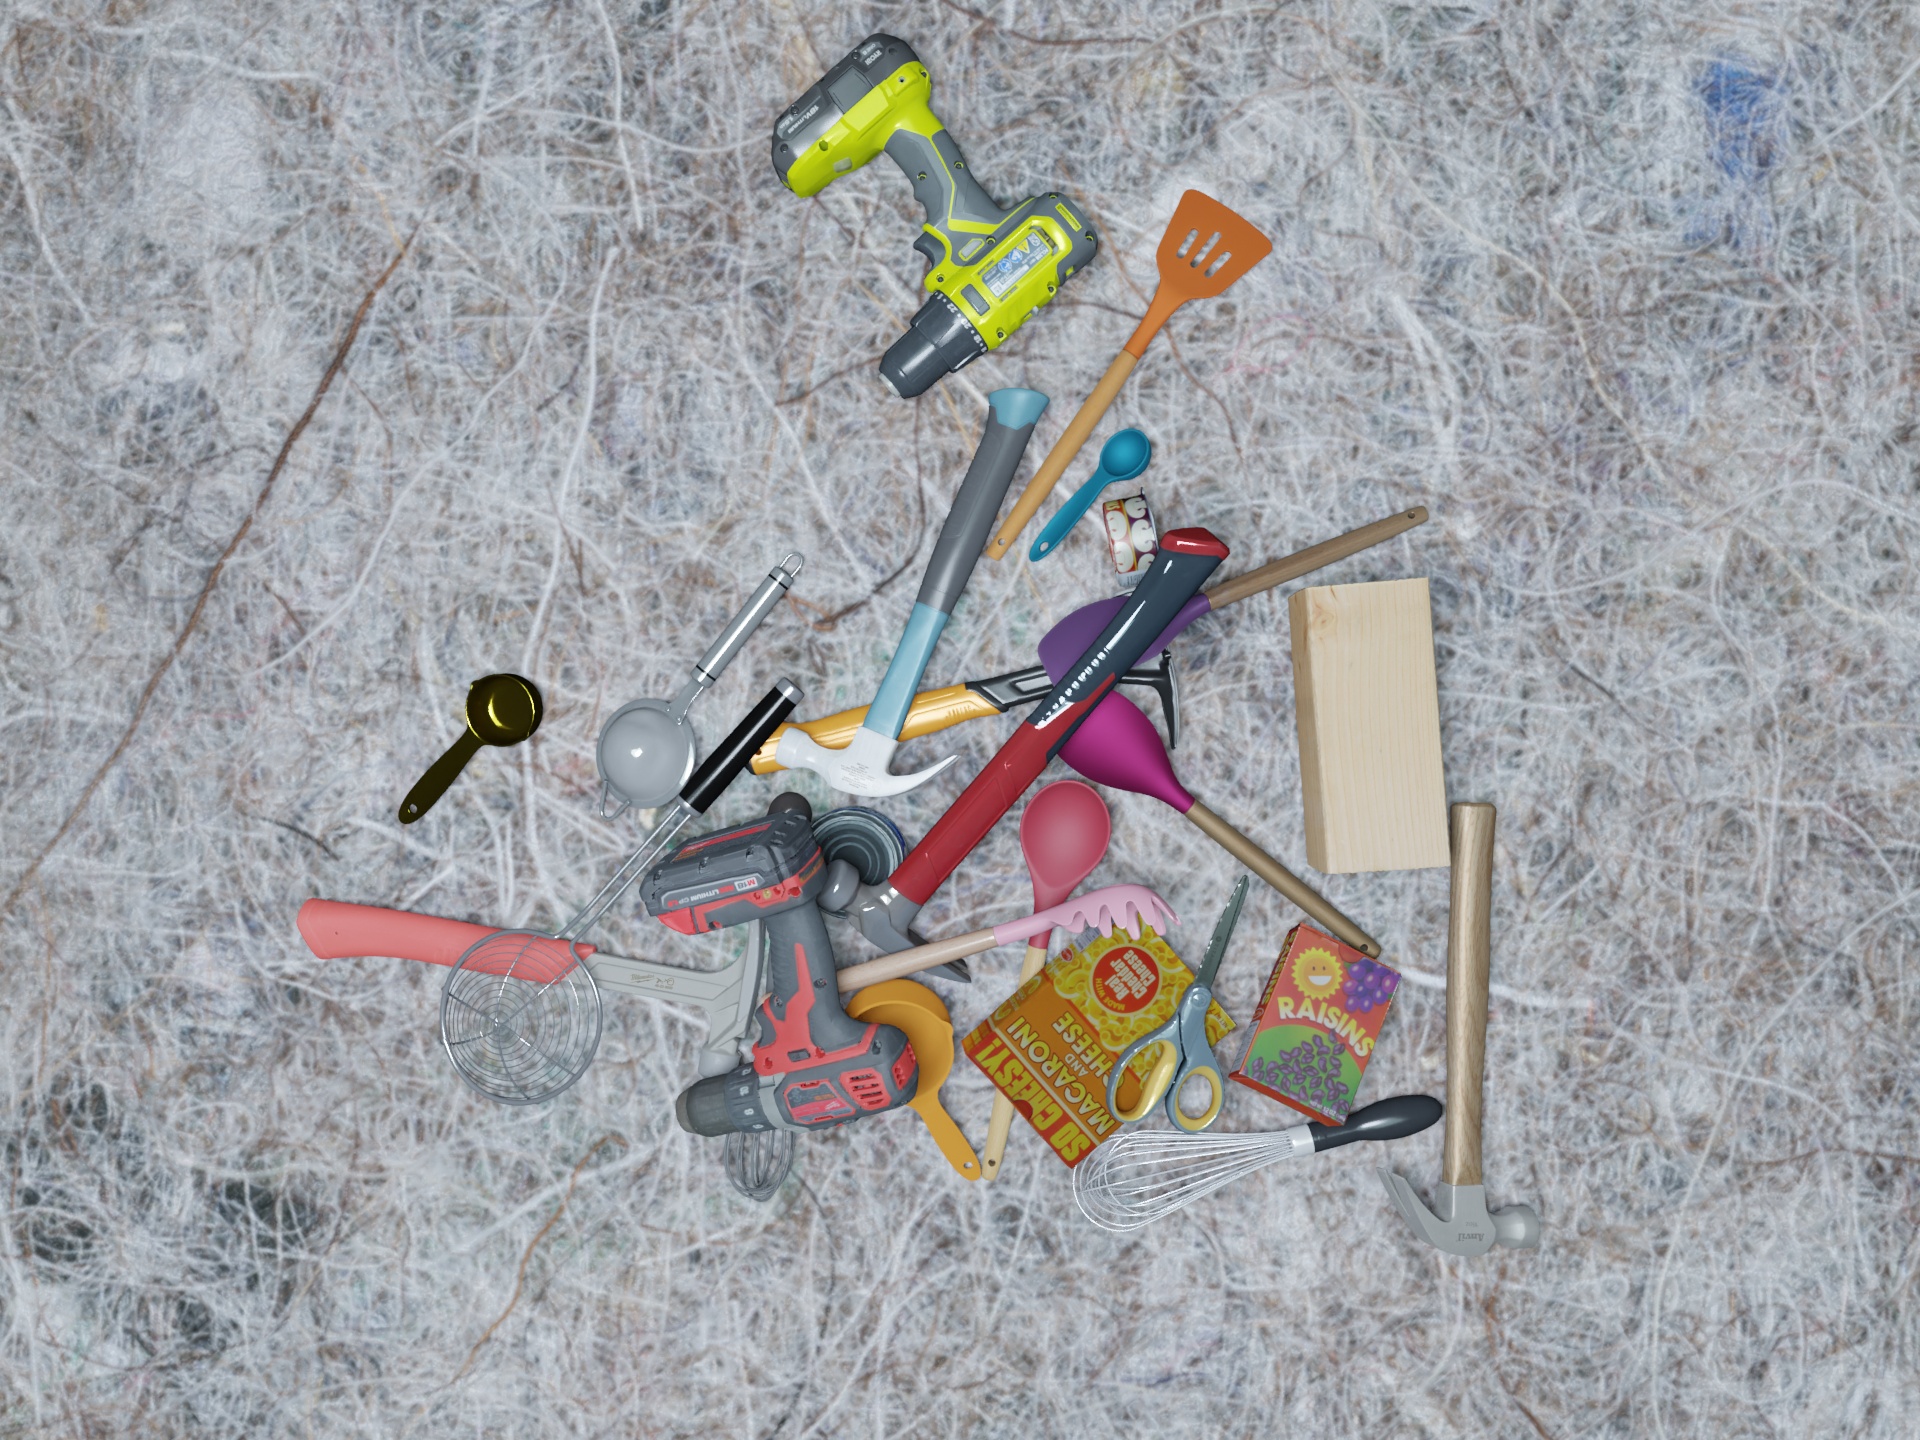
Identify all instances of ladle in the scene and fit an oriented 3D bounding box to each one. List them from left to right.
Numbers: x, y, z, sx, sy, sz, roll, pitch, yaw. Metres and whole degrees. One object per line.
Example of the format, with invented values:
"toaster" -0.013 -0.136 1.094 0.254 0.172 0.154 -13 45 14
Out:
"ladle" 0.055 0.199 1.216 0.069 0.031 0.315 12 92 6

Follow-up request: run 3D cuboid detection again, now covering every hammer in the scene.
"hammer" -0.333 0.174 1.234 0.359 0.036 0.149 10 90 3
"hammer" -0.017 -0.096 1.187 0.128 0.033 0.331 23 89 6
"hammer" -0.002 -0.004 1.216 0.337 0.034 0.127 -13 88 3
"hammer" 0.066 0.024 1.152 0.143 0.038 0.386 35 103 -24
"hammer" 0.373 0.226 1.180 0.130 0.031 0.331 5 85 -23

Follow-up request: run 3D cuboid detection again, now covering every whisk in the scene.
"whisk" -0.144 0.248 1.221 0.055 0.055 0.239 7 85 3
"whisk" 0.224 0.324 1.194 0.284 0.070 0.070 -13 89 -1

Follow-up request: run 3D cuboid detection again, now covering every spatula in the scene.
"spatula" 0.117 -0.257 1.216 0.081 0.041 0.322 35 96 3
"spatula" 0.206 -0.100 1.188 0.316 0.018 0.060 -22 72 -6

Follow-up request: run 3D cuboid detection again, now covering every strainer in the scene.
"strainer" -0.205 -0.029 1.226 0.087 0.050 0.258 38 89 17

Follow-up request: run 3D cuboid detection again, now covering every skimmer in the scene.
"skimmer" -0.235 0.118 1.167 0.127 0.090 0.363 42 90 -23

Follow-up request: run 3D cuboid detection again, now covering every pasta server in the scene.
"pasta server" 0.002 0.172 1.158 0.316 0.060 0.040 -17 71 10

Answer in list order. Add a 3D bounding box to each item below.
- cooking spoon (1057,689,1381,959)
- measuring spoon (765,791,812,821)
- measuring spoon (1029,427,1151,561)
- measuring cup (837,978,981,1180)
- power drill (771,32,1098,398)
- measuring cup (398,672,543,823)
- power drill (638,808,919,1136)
"cooking spoon" 0.191 0.080 1.191 0.319 0.017 0.068 38 107 -6
"measuring spoon" -0.172 0.095 1.233 0.124 0.018 0.034 -29 89 4
"measuring spoon" 0.100 -0.168 1.219 0.128 0.021 0.042 -48 51 10
"measuring cup" -0.029 0.273 1.214 0.095 0.052 0.173 -27 109 8
"power drill" -0.036 -0.375 1.198 0.190 0.080 0.228 -41 90 2
"measuring cup" -0.386 0.025 1.248 0.062 0.029 0.156 46 104 2
"power drill" -0.149 0.194 1.139 0.188 0.080 0.226 -16 102 19
